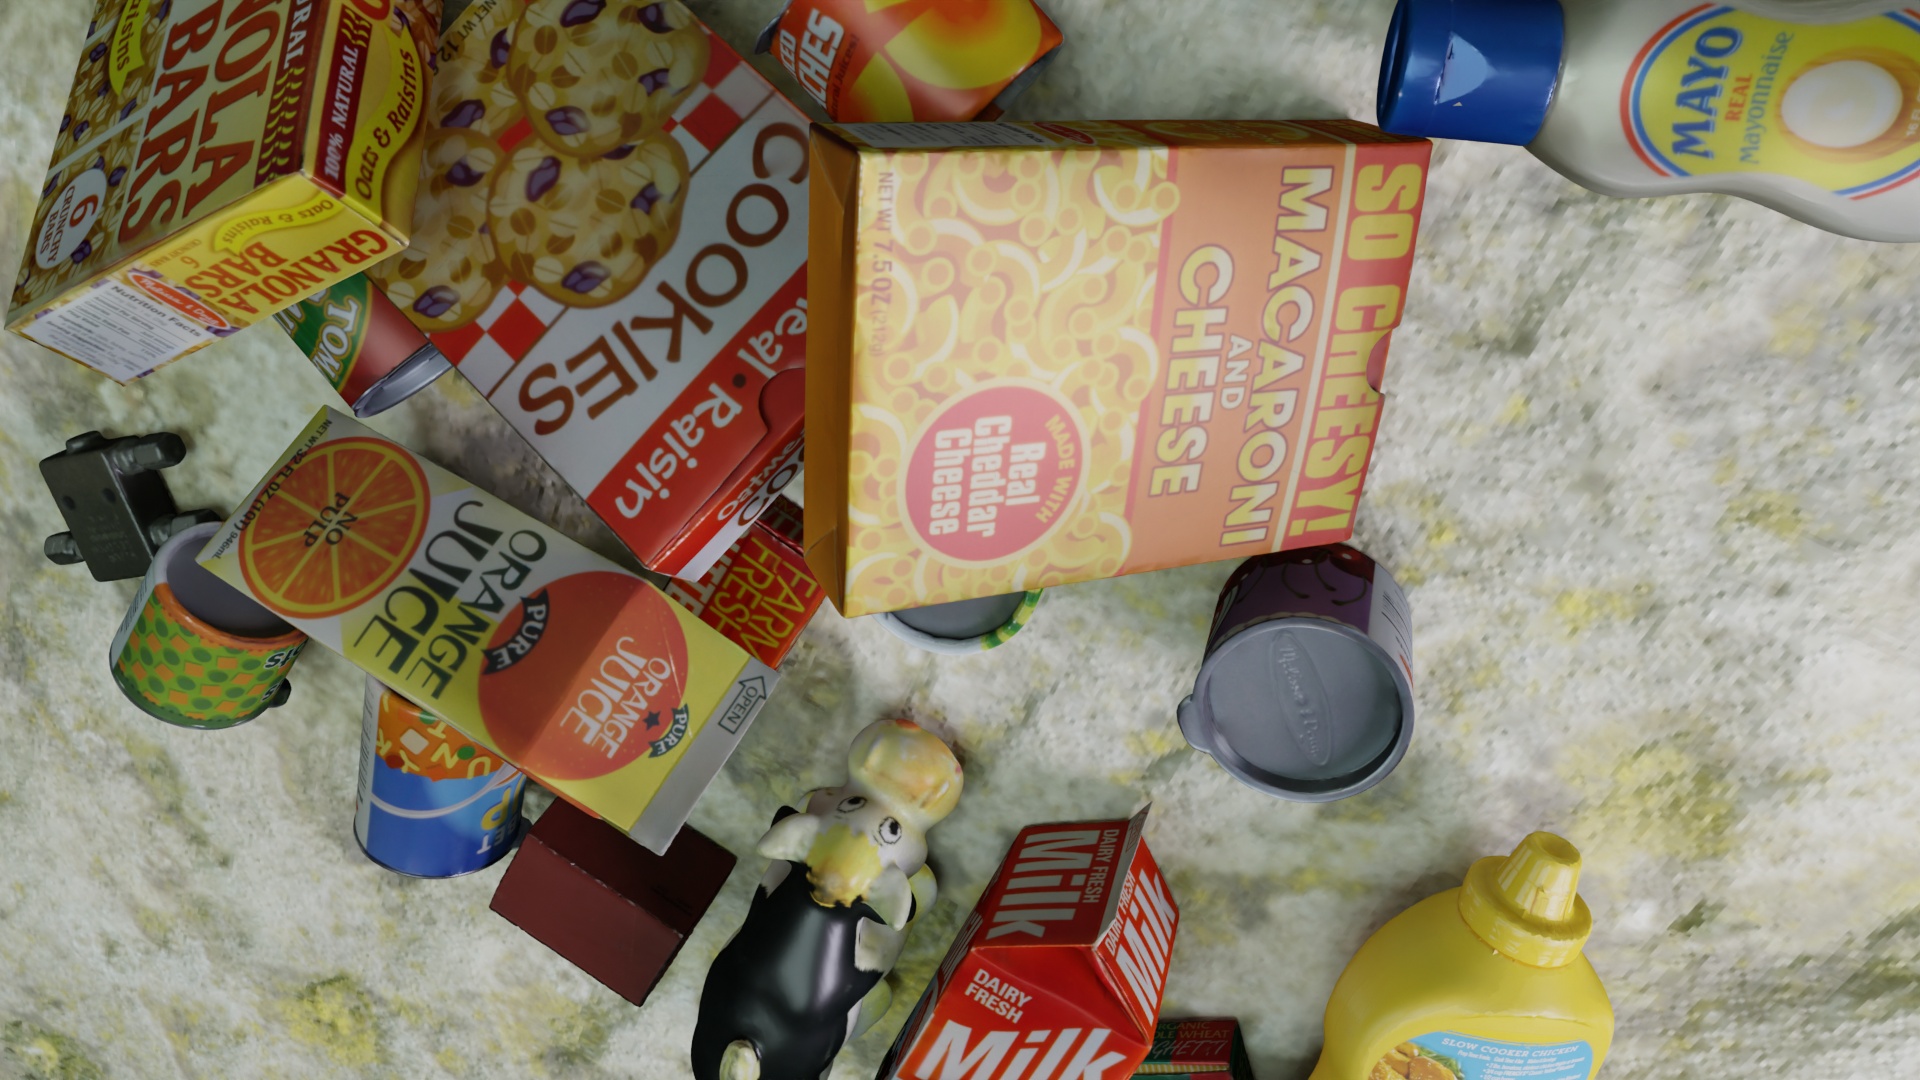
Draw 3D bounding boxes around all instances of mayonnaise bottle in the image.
[{"bbox_3d":[0.184,-0.114,0.351,0.148,0.041,0.064,7,113,5],"label":"mayonnaise bottle"}]

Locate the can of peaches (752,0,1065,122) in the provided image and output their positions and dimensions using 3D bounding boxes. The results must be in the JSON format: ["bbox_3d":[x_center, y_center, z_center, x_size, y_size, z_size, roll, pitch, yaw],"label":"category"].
[{"bbox_3d":[-0.014,-0.140,0.397,0.058,0.071,0.071,47,119,-8],"label":"can of peaches"}]

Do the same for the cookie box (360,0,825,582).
[{"bbox_3d":[-0.098,-0.088,0.411,0.167,0.040,0.123,44,92,13],"label":"cookie box"}]

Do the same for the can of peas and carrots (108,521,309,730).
[{"bbox_3d":[-0.303,0.036,0.573,0.071,0.071,0.058,40,119,-3],"label":"can of peas and carrots"}]

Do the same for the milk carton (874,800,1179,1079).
[{"bbox_3d":[0.024,0.184,0.533,0.073,0.073,0.189,28,120,3],"label":"milk carton"}]

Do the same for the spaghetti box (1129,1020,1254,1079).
[{"bbox_3d":[0.118,0.306,0.584,0.050,0.029,0.249,-9,111,21],"label":"spaghetti box"}]

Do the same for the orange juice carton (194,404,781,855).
[{"bbox_3d":[-0.158,0.033,0.484,0.193,0.072,0.072,26,162,19],"label":"orange juice carton"}]

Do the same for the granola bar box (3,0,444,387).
[{"bbox_3d":[-0.213,-0.142,0.415,0.124,0.166,0.039,-17,151,24],"label":"granola bar box"}]

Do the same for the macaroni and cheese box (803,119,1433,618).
[{"bbox_3d":[0.042,-0.050,0.383,0.167,0.040,0.123,-7,118,-22],"label":"macaroni and cheese box"}]

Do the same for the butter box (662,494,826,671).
[{"bbox_3d":[-0.087,0.029,0.524,0.053,0.024,0.103,36,119,0],"label":"butter box"}]

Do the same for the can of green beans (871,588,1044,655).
[{"bbox_3d":[0.001,-0.004,0.461,0.071,0.058,0.071,7,116,15],"label":"can of green beans"}]

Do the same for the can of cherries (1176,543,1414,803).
[{"bbox_3d":[0.109,0.040,0.448,0.071,0.059,0.071,7,117,14],"label":"can of cherries"}]

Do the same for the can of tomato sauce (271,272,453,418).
[{"bbox_3d":[-0.210,-0.094,0.480,0.071,0.071,0.083,-33,100,28],"label":"can of tomato sauce"}]

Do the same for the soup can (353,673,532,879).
[{"bbox_3d":[-0.206,0.084,0.565,0.071,0.072,0.083,21,118,7],"label":"soup can"}]
